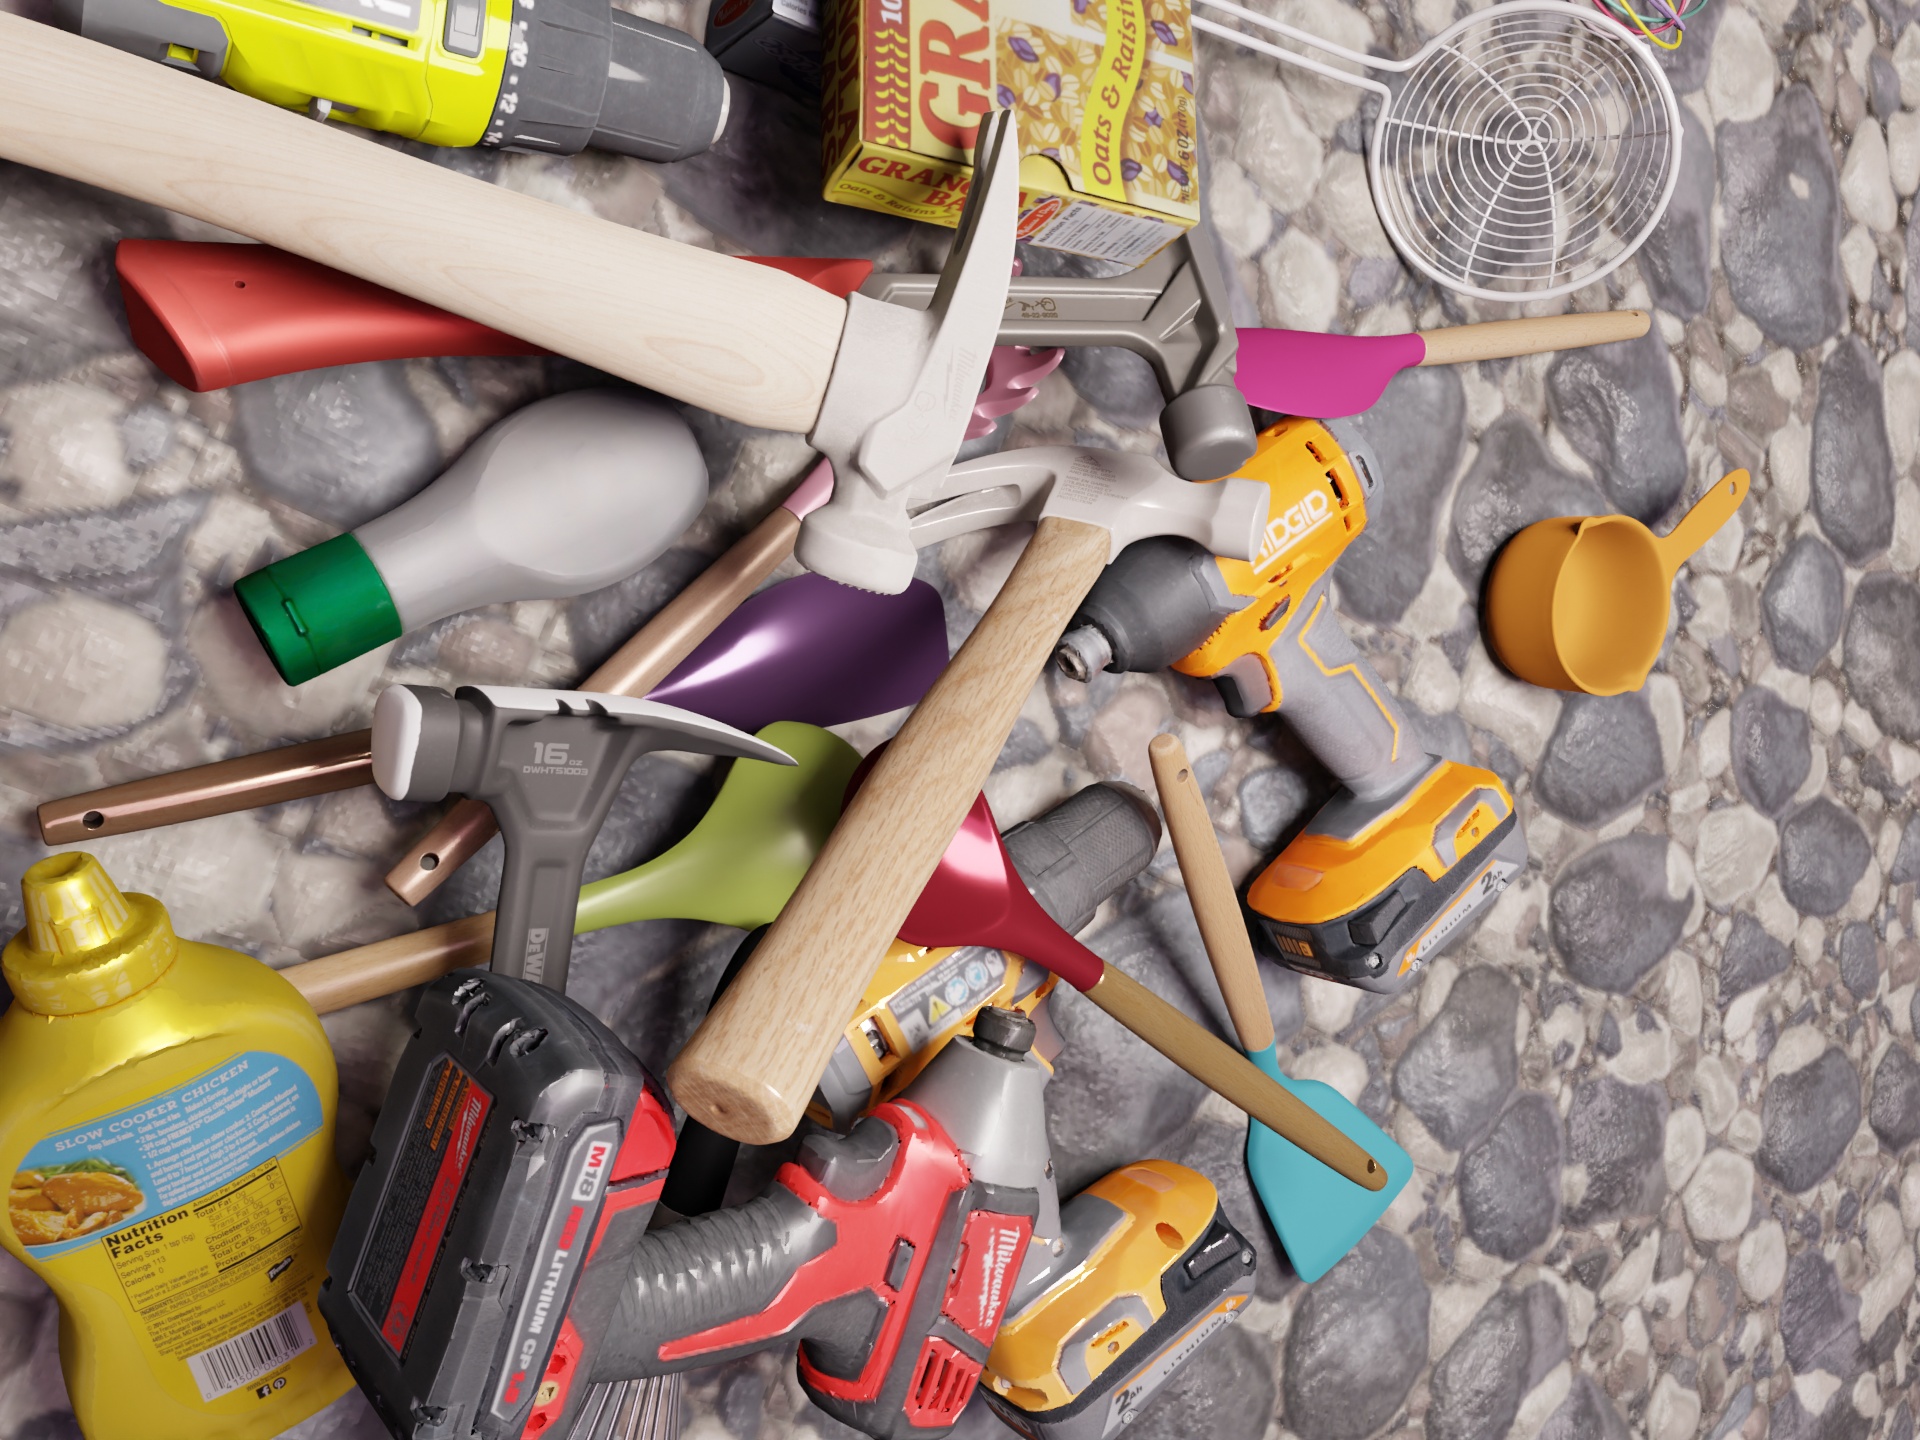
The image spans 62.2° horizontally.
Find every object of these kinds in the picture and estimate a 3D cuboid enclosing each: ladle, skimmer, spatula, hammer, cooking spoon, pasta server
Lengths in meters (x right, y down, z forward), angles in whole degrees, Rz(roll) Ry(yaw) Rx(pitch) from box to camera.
[{"bbox_3d":[-0.170,0.071,0.528,0.320,0.062,0.078,-16,109,-22],"label":"ladle"},{"bbox_3d":[0.130,-0.260,0.633,0.363,0.090,0.127,6,137,-29],"label":"skimmer"},{"bbox_3d":[0.132,0.125,0.684,0.082,0.044,0.317,-39,131,-19],"label":"spatula"},{"bbox_3d":[-0.001,-0.002,0.512,0.331,0.130,0.031,-58,155,-46],"label":"hammer"},{"bbox_3d":[-0.137,0.157,0.495,0.127,0.034,0.337,5,99,-40],"label":"hammer"},{"bbox_3d":[-0.076,-0.145,0.525,0.359,0.036,0.149,-5,66,-21],"label":"hammer"},{"bbox_3d":[0.224,-0.173,0.731,0.319,0.069,0.017,-14,140,-35],"label":"cooking spoon"},{"bbox_3d":[-0.183,-0.153,0.418,0.410,0.038,0.146,14,104,-19],"label":"hammer"},{"bbox_3d":[0.067,0.107,0.602,0.315,0.031,0.069,38,60,-27],"label":"ladle"},{"bbox_3d":[-0.138,-0.004,0.545,0.316,0.018,0.059,-15,105,-30],"label":"spatula"},{"bbox_3d":[-0.075,-0.054,0.552,0.060,0.040,0.316,45,67,-4],"label":"pasta server"}]

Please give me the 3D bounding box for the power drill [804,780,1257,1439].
[{"bbox_3d":[0.039,0.150,0.638,0.185,0.084,0.226,-34,108,-26],"label":"power drill"}]

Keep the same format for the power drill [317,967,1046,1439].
[{"bbox_3d":[-0.062,0.146,0.483,0.219,0.079,0.143,20,89,-42],"label":"power drill"}]

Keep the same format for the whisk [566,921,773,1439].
[{"bbox_3d":[-0.107,0.203,0.548,0.070,0.070,0.284,17,93,-32],"label":"whisk"}]

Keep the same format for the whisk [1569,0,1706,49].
[{"bbox_3d":[0.264,-0.391,0.731,0.244,0.051,0.047,29,87,-28],"label":"whisk"}]

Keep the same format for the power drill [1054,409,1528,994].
[{"bbox_3d":[0.139,0.002,0.680,0.164,0.084,0.226,-36,108,-23],"label":"power drill"}]

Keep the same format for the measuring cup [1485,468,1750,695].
[{"bbox_3d":[0.332,-0.081,0.804,0.173,0.052,0.095,-37,113,-24],"label":"measuring cup"}]

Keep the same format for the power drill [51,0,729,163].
[{"bbox_3d":[-0.151,-0.287,0.470,0.190,0.080,0.228,4,96,-30],"label":"power drill"}]
